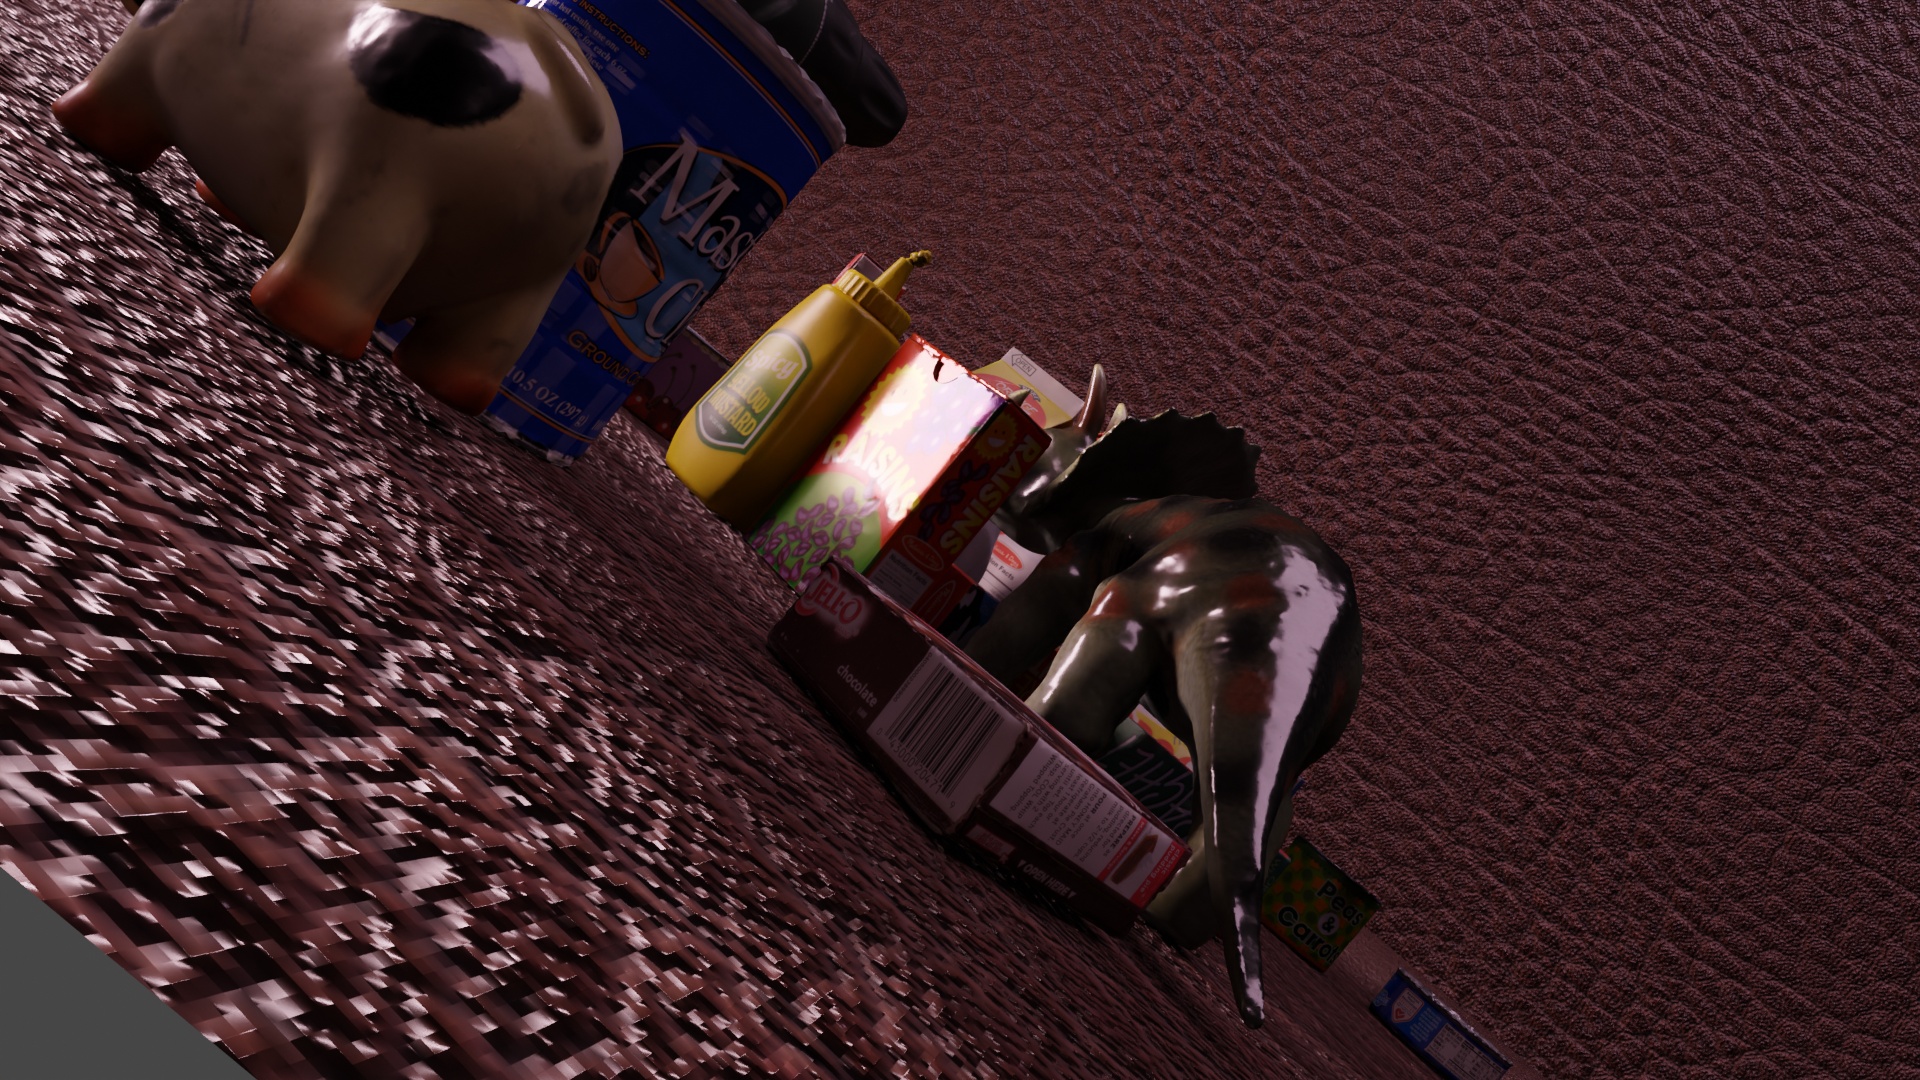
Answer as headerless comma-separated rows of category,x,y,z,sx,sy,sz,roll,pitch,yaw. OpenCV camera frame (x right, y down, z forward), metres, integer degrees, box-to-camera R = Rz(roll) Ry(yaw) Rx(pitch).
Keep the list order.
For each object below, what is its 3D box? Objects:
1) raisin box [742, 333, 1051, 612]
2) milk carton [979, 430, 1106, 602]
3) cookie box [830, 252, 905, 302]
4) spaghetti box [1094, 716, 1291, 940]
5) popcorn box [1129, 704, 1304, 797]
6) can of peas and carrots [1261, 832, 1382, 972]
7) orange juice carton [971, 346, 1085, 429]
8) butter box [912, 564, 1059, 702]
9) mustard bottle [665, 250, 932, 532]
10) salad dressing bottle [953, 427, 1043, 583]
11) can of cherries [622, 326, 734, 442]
raisin box,-0.030,-0.023,0.619,0.040,0.123,0.086,41,-1,-42
milk carton,0.055,0.005,0.921,0.073,0.190,0.072,39,-1,33
cookie box,-0.109,-0.117,0.942,0.040,0.167,0.123,40,-1,-10
spaghetti box,0.072,0.110,0.704,0.028,0.050,0.250,40,0,-32
popcorn box,0.126,0.132,0.826,0.127,0.085,0.038,40,-1,29
can of peas and carrots,0.223,0.230,0.880,0.071,0.059,0.071,40,0,0
orange juice carton,0.001,-0.042,0.964,0.072,0.192,0.073,40,-1,21
butter box,0.012,0.058,0.681,0.103,0.053,0.024,40,-1,-45
mustard bottle,-0.070,-0.080,0.661,0.065,0.160,0.048,39,-1,37
salad dressing bottle,0.003,-0.011,0.855,0.064,0.147,0.044,40,-1,-35
can of cherries,-0.170,-0.097,0.812,0.071,0.058,0.071,40,0,0
